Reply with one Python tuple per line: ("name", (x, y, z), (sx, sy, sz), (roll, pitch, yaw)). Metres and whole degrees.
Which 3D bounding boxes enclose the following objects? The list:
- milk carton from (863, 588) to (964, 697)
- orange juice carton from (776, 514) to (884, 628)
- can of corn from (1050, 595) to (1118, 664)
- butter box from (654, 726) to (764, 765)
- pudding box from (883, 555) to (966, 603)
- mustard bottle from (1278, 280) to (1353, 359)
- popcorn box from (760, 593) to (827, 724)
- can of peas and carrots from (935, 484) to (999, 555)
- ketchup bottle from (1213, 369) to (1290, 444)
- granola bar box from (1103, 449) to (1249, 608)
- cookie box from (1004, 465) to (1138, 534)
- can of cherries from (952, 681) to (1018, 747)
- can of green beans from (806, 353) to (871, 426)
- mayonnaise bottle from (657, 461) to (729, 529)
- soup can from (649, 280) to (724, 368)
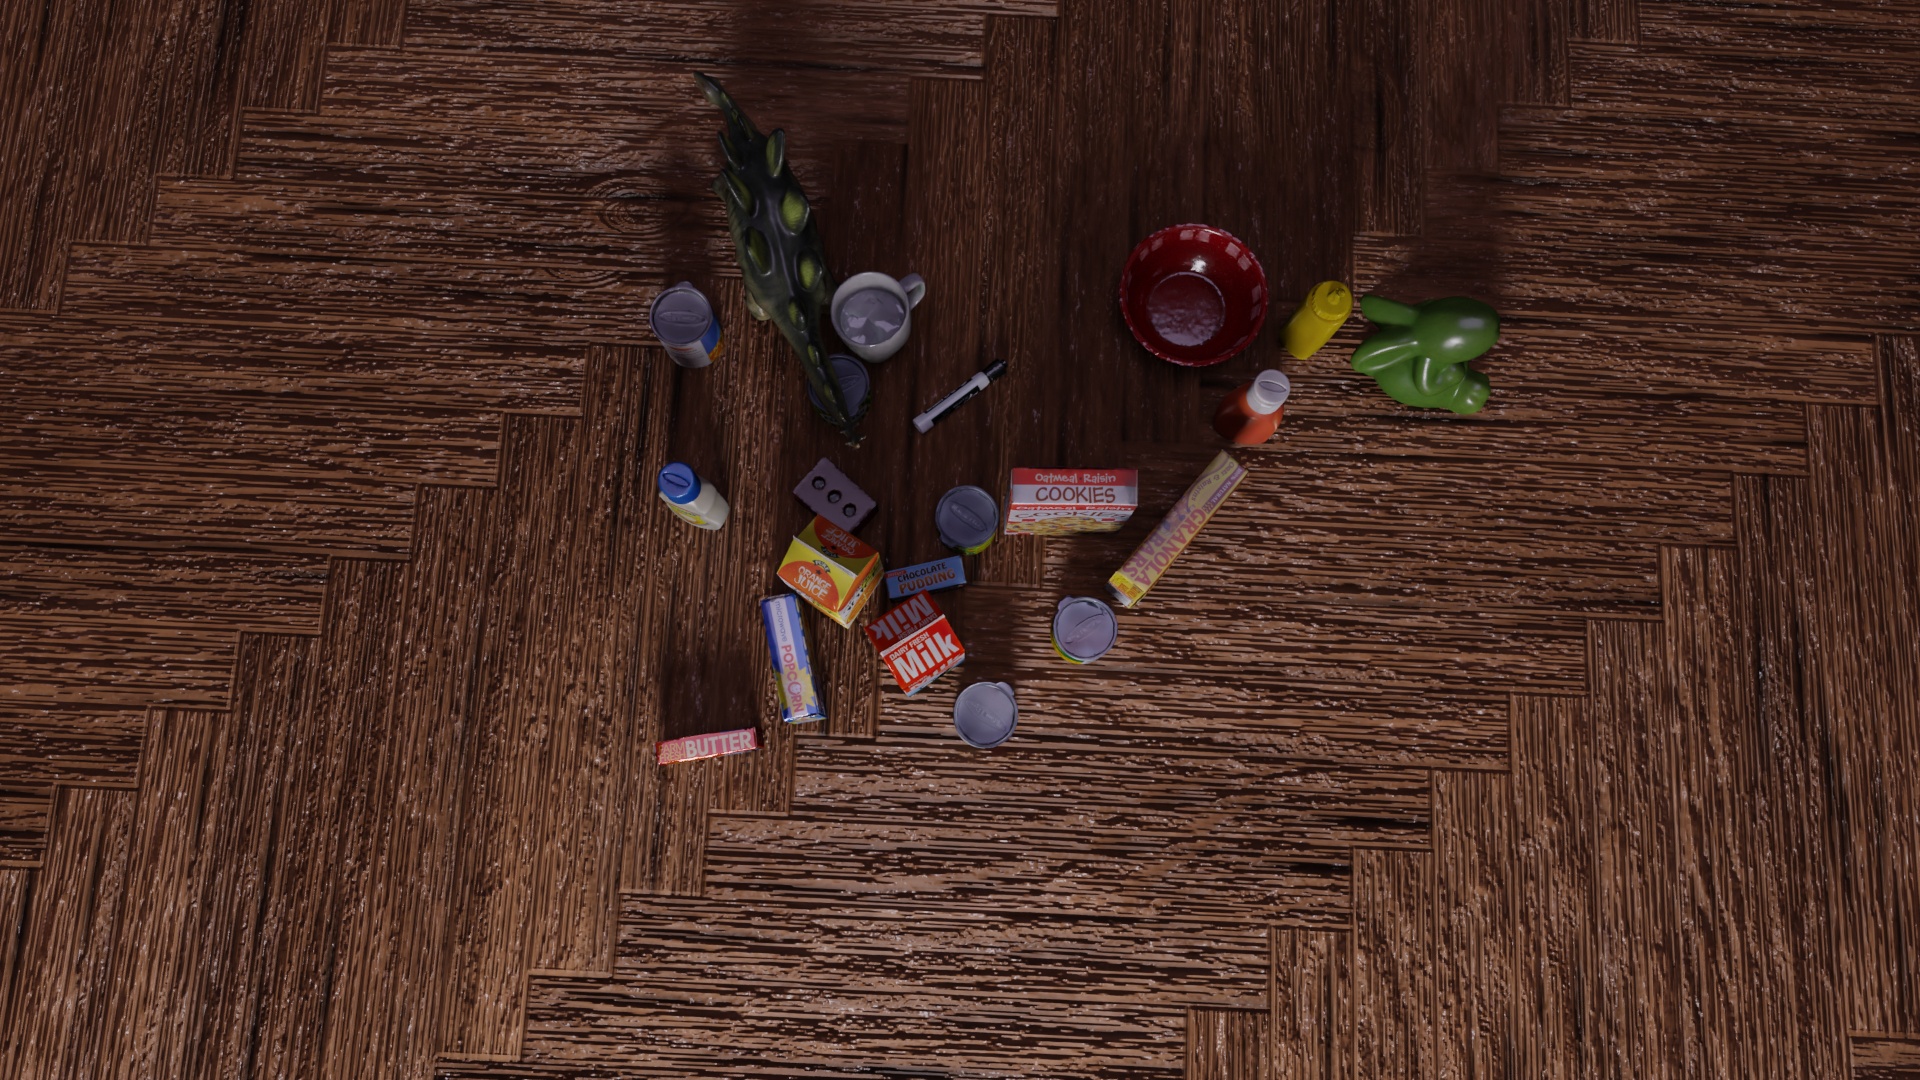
("milk carton", (-0.044, 0.102, 1.370), (0.072, 0.190, 0.073), (-32, 82, -6))
("orange juice carton", (-0.128, 0.030, 1.381), (0.072, 0.192, 0.073), (33, 81, 5))
("can of corn", (0.126, 0.092, 1.442), (0.071, 0.058, 0.071), (0, 80, -1))
("butter box", (-0.256, 0.210, 1.417), (0.103, 0.053, 0.024), (-9, 80, -2))
("pudding box", (-0.036, 0.041, 1.453), (0.084, 0.049, 0.030), (-12, 80, -3))
("mustard bottle", (0.378, -0.238, 1.454), (0.049, 0.160, 0.065), (43, 82, 6))
("popcorn box", (-0.169, 0.122, 1.418), (0.038, 0.085, 0.127), (-12, 80, -3))
("can of peas and carrots", (0.005, -0.018, 1.460), (0.071, 0.058, 0.071), (0, 80, -1))
("ketchup bottle", (0.307, -0.138, 1.440), (0.065, 0.148, 0.043), (16, 80, 2))
("granola bar box", (0.220, -0.009, 1.428), (0.039, 0.124, 0.166), (41, 82, 6))
("cookie box", (0.109, -0.039, 1.410), (0.123, 0.167, 0.040), (0, 80, -1))
("can of cherries", (0.027, 0.178, 1.424), (0.071, 0.058, 0.071), (0, 80, -1))
("can of green beans", (-0.129, -0.160, 1.485), (0.071, 0.057, 0.071), (0, 80, -1))
("mayonnaise bottle", (-0.277, -0.047, 1.416), (0.065, 0.148, 0.041), (22, 81, 3))
("soup can", (-0.290, -0.229, 1.482), (0.071, 0.083, 0.071), (0, 80, -1))
